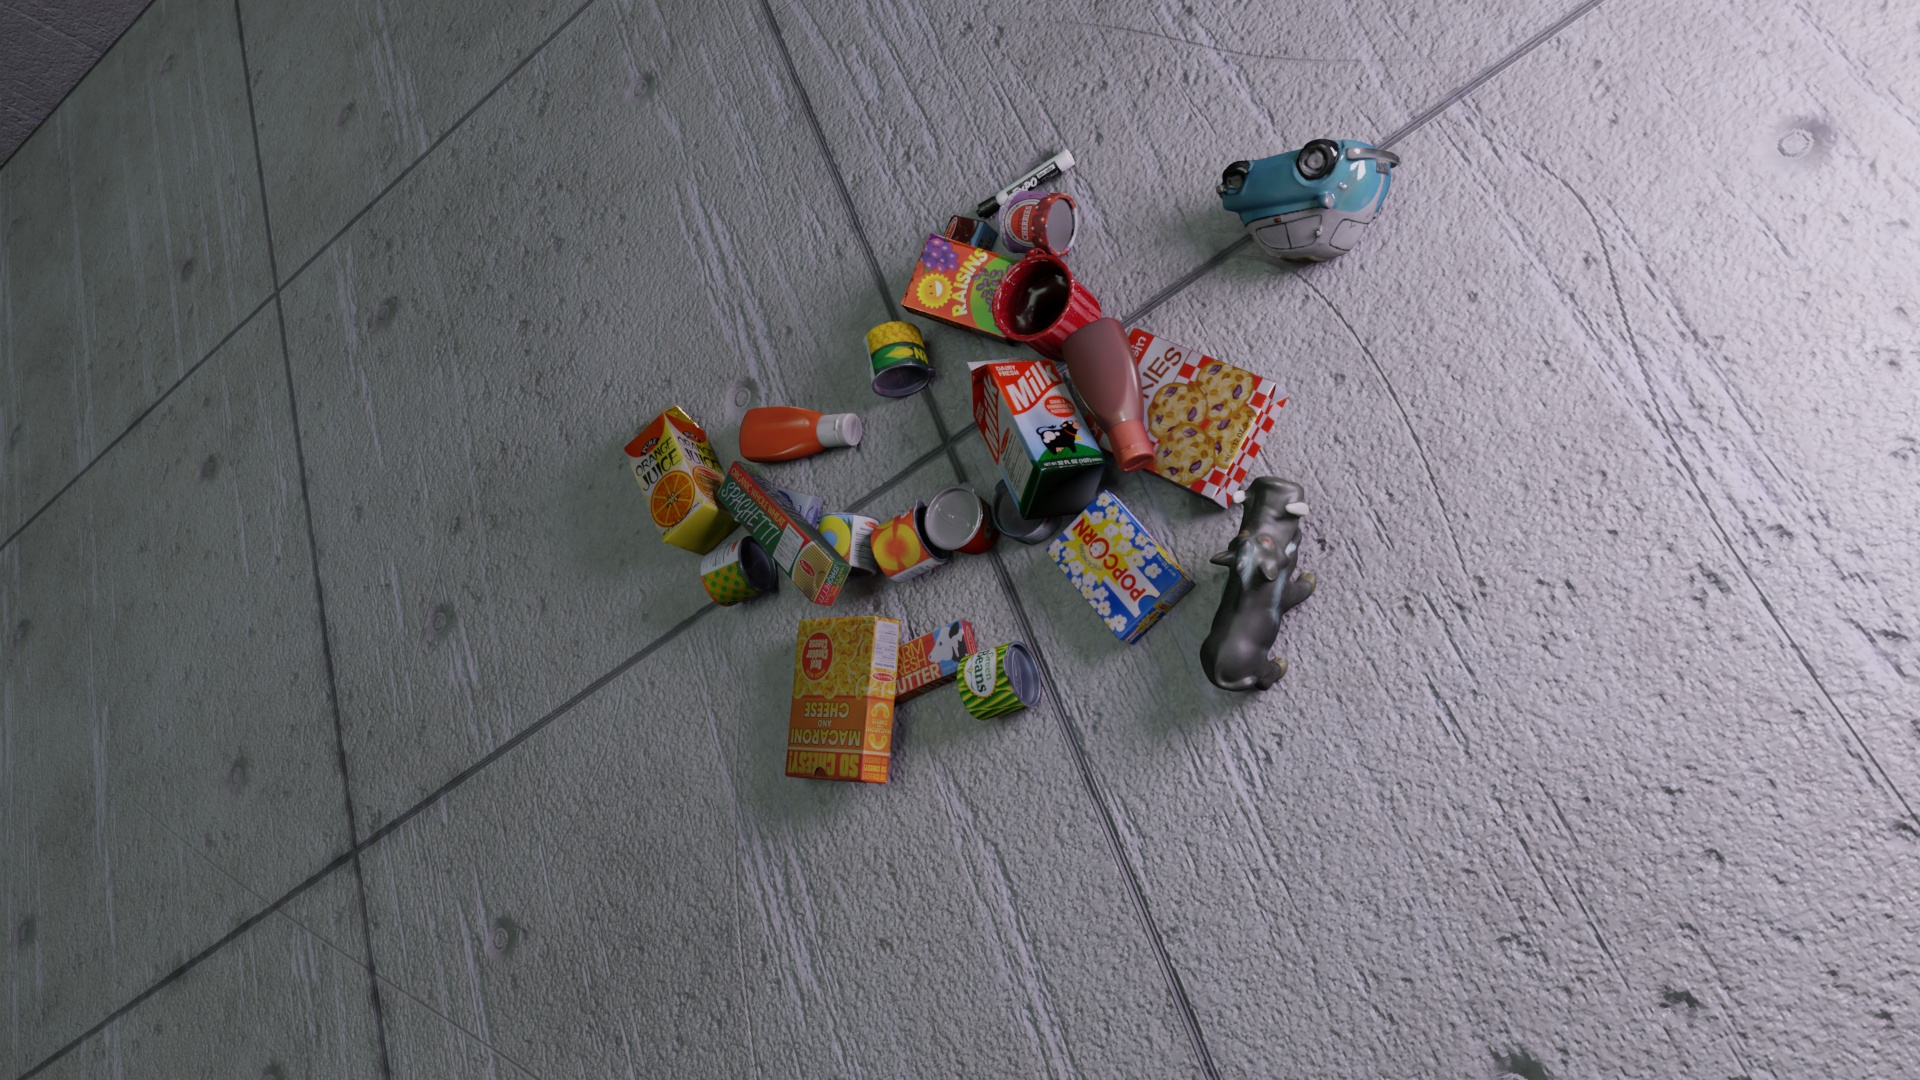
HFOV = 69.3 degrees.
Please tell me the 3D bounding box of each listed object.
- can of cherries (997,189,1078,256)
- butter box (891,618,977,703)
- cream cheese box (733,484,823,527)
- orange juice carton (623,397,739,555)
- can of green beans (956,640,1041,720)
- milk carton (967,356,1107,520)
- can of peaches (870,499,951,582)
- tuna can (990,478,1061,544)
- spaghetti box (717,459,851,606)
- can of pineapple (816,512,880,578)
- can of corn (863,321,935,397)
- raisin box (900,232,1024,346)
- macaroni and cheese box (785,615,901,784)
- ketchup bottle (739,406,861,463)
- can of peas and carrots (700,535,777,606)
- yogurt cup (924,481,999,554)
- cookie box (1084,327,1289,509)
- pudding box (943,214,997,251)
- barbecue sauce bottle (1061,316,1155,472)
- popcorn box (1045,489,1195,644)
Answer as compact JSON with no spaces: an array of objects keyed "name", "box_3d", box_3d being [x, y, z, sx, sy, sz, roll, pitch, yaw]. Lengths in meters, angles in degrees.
[{"name":"can of cherries","box_3d":[0.082,-0.333,1.459,0.058,0.071,0.071,14,83,34]},{"name":"butter box","box_3d":[-0.031,0.123,1.416,0.103,0.024,0.053,-26,62,23]},{"name":"cream cheese box","box_3d":[-0.207,-0.034,1.578,0.104,0.024,0.053,15,85,35]},{"name":"orange juice carton","box_3d":[-0.335,-0.082,1.644,0.071,0.073,0.193,-40,58,17]},{"name":"can of green beans","box_3d":[0.037,0.136,1.343,0.057,0.071,0.071,-19,66,27]},{"name":"milk carton","box_3d":[0.069,-0.116,1.374,0.073,0.072,0.191,107,148,-46]},{"name":"can of peaches","box_3d":[-0.053,0.002,1.442,0.058,0.071,0.071,-27,63,24]},{"name":"tuna can","box_3d":[0.065,-0.032,1.398,0.071,0.033,0.071,-10,70,30]},{"name":"spaghetti box","box_3d":[-0.194,-0.013,1.498,0.251,0.029,0.050,42,109,46]},{"name":"can of pineapple","box_3d":[-0.122,0.006,1.485,0.071,0.071,0.058,-6,73,31]},{"name":"can of corn","box_3d":[-0.067,-0.198,1.516,0.071,0.071,0.058,-25,63,24]},{"name":"raisin box","box_3d":[0.011,-0.266,1.477,0.123,0.040,0.086,20,88,14]},{"name":"macaroni and cheese box","box_3d":[-0.123,0.164,1.433,0.123,0.040,0.166,-7,74,44]},{"name":"ketchup bottle","box_3d":[-0.182,-0.122,1.578,0.148,0.043,0.065,-1,76,32]},{"name":"can of peas and carrots","box_3d":[-0.247,0.037,1.558,0.058,0.071,0.071,-22,65,26]},{"name":"yogurt cup","box_3d":[0.005,-0.018,1.419,0.072,0.054,0.072,-10,70,30]},{"name":"cookie box","box_3d":[0.209,-0.120,1.329,0.168,0.040,0.123,29,92,36]},{"name":"pudding box","box_3d":[0.001,-0.312,1.529,0.050,0.030,0.083,20,86,36]},{"name":"barbecue sauce bottle","box_3d":[0.146,-0.137,1.323,0.064,0.043,0.149,-28,64,24]},{"name":"popcorn box","box_3d":[0.151,0.025,1.323,0.085,0.038,0.127,-45,56,11]}]
